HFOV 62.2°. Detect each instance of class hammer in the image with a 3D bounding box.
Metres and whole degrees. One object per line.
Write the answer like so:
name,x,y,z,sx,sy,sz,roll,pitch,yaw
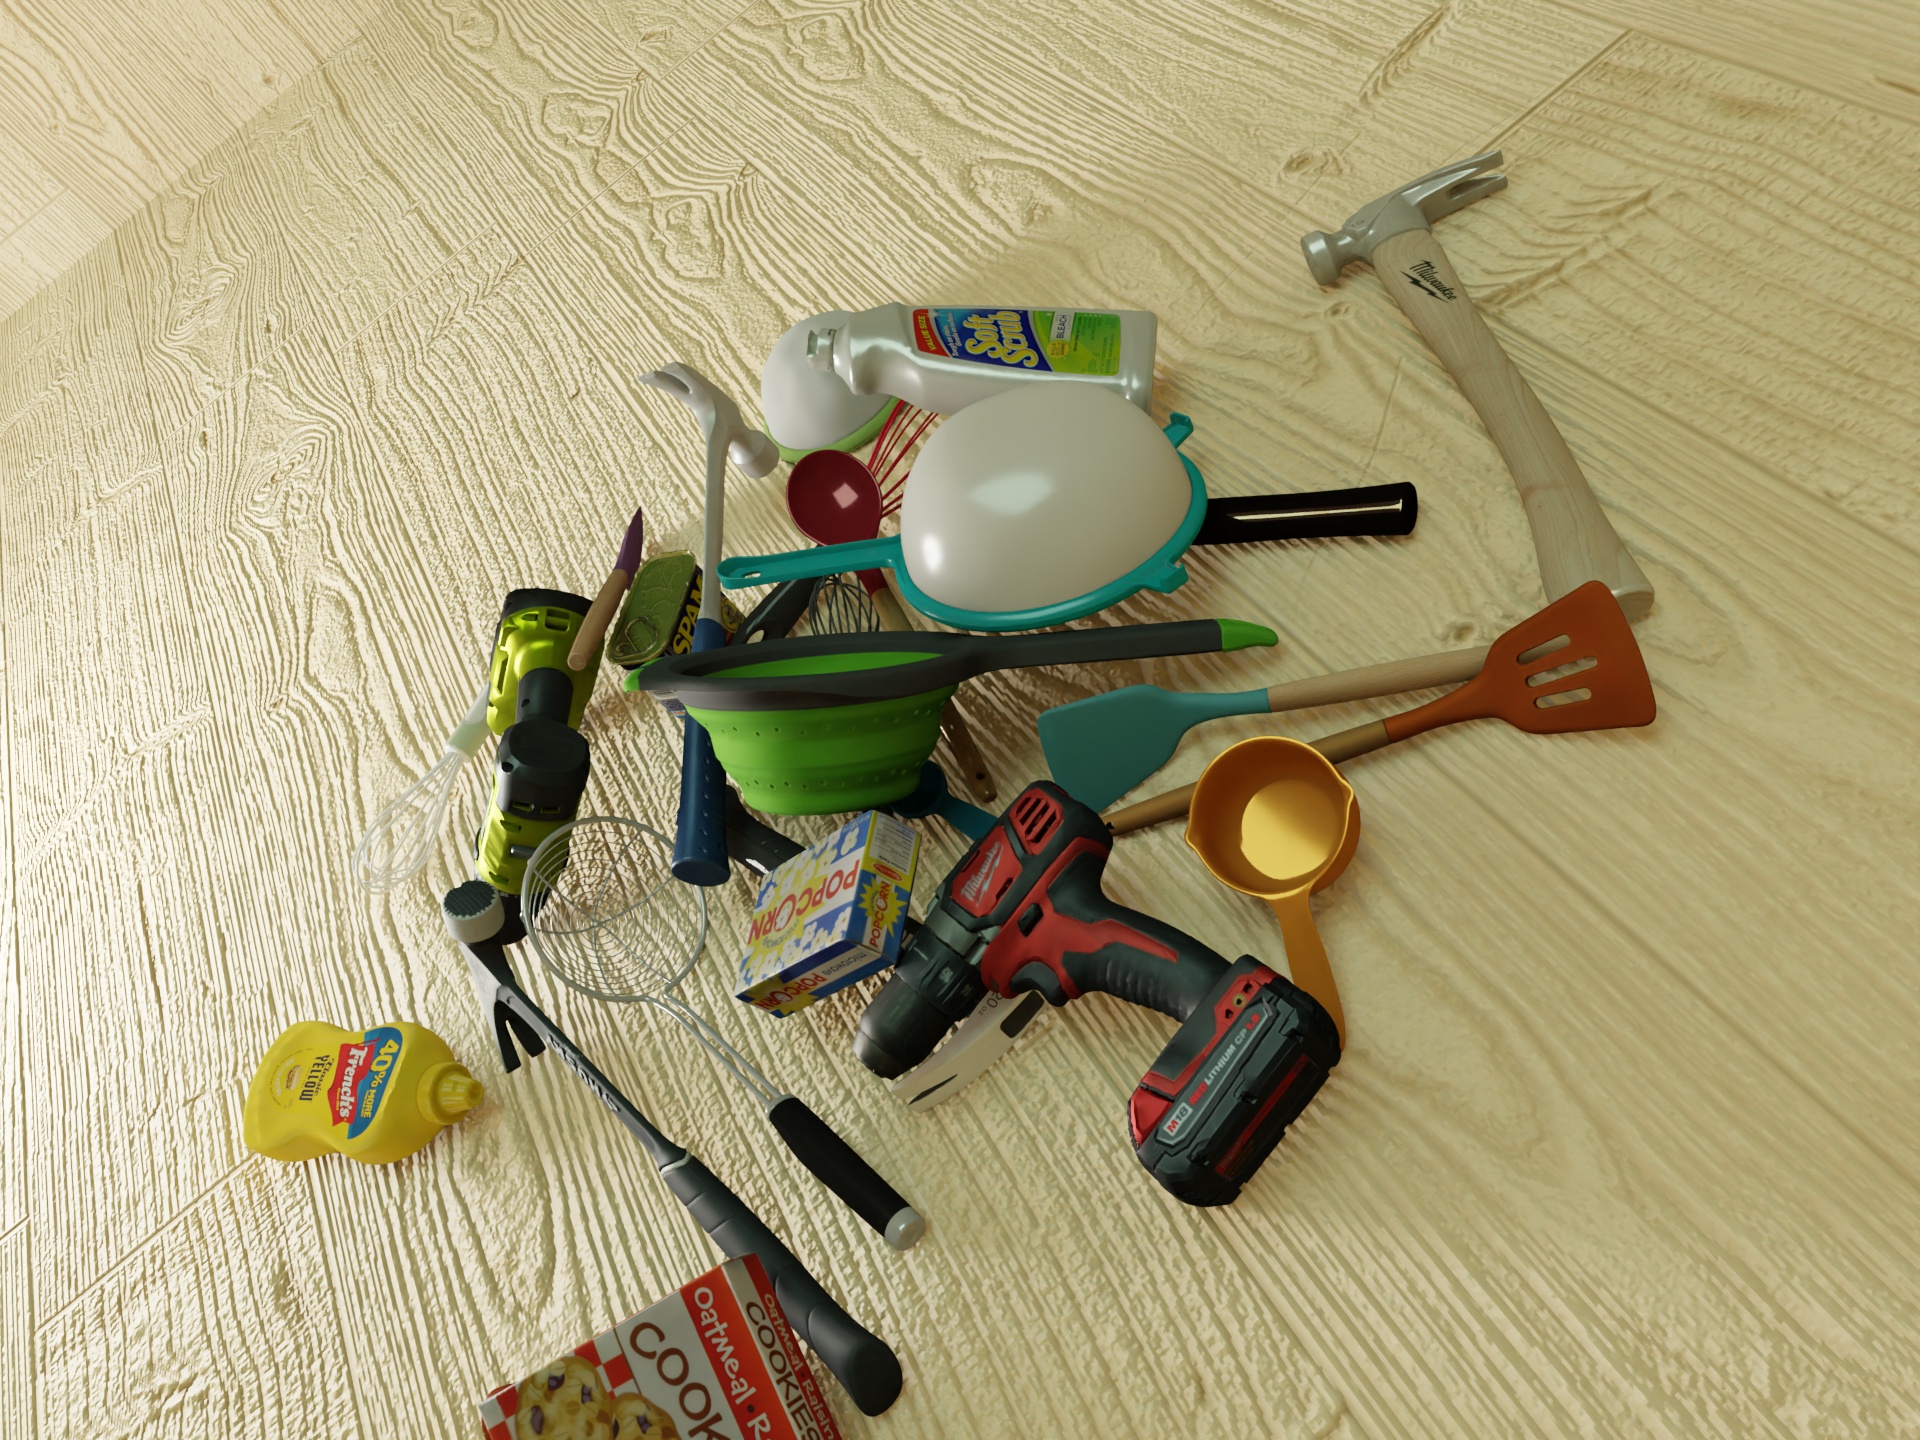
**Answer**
hammer,-0.181,-0.077,1.126,0.035,0.143,0.406,-17,57,22
hammer,0.342,-0.217,1.001,0.146,0.038,0.411,-24,48,13
hammer,-0.079,0.119,1.011,0.335,0.035,0.146,25,72,42
hammer,-0.178,0.252,0.930,0.036,0.149,0.409,-31,49,-31
hammer,0.139,-0.133,1.068,0.331,0.031,0.130,0,57,32

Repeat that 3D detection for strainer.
strainer,-0.070,-0.291,1.292,0.256,0.069,0.152,-1,57,34
strainer,-0.015,-0.149,1.040,0.340,0.095,0.211,-7,40,16

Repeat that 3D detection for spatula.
spatula,0.216,0.014,0.897,0.322,0.041,0.081,-21,87,21
spatula,-0.263,-0.098,1.205,0.018,0.059,0.316,3,22,-4
spatula,0.205,-0.009,0.921,0.317,0.082,0.044,-11,30,19

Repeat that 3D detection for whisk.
whisk,-0.074,-0.155,1.202,0.296,0.073,0.073,-50,46,-3
whisk,-0.409,0.033,1.277,0.058,0.059,0.246,12,59,24
whisk,-0.071,-0.020,1.108,0.055,0.055,0.239,-23,52,15

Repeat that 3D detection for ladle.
ladle,-0.044,-0.069,1.098,0.069,0.031,0.316,-23,59,-8

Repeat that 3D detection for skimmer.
skimmer,-0.142,0.179,0.965,0.127,0.090,0.364,-16,35,-39

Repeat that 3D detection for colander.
colander,-0.002,-0.003,0.985,0.397,0.094,0.204,-5,10,0

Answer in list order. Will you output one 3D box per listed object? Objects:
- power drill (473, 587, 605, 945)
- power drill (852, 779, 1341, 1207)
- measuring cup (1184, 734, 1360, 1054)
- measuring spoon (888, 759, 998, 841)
power drill,-0.311,0.031,1.156,0.229,0.080,0.190,-100,27,-47
power drill,0.061,0.157,0.837,0.227,0.080,0.188,36,85,35
measuring cup,0.184,0.095,0.861,0.095,0.052,0.174,-19,73,22
measuring spoon,0.005,0.066,1.015,0.129,0.021,0.042,29,74,33
